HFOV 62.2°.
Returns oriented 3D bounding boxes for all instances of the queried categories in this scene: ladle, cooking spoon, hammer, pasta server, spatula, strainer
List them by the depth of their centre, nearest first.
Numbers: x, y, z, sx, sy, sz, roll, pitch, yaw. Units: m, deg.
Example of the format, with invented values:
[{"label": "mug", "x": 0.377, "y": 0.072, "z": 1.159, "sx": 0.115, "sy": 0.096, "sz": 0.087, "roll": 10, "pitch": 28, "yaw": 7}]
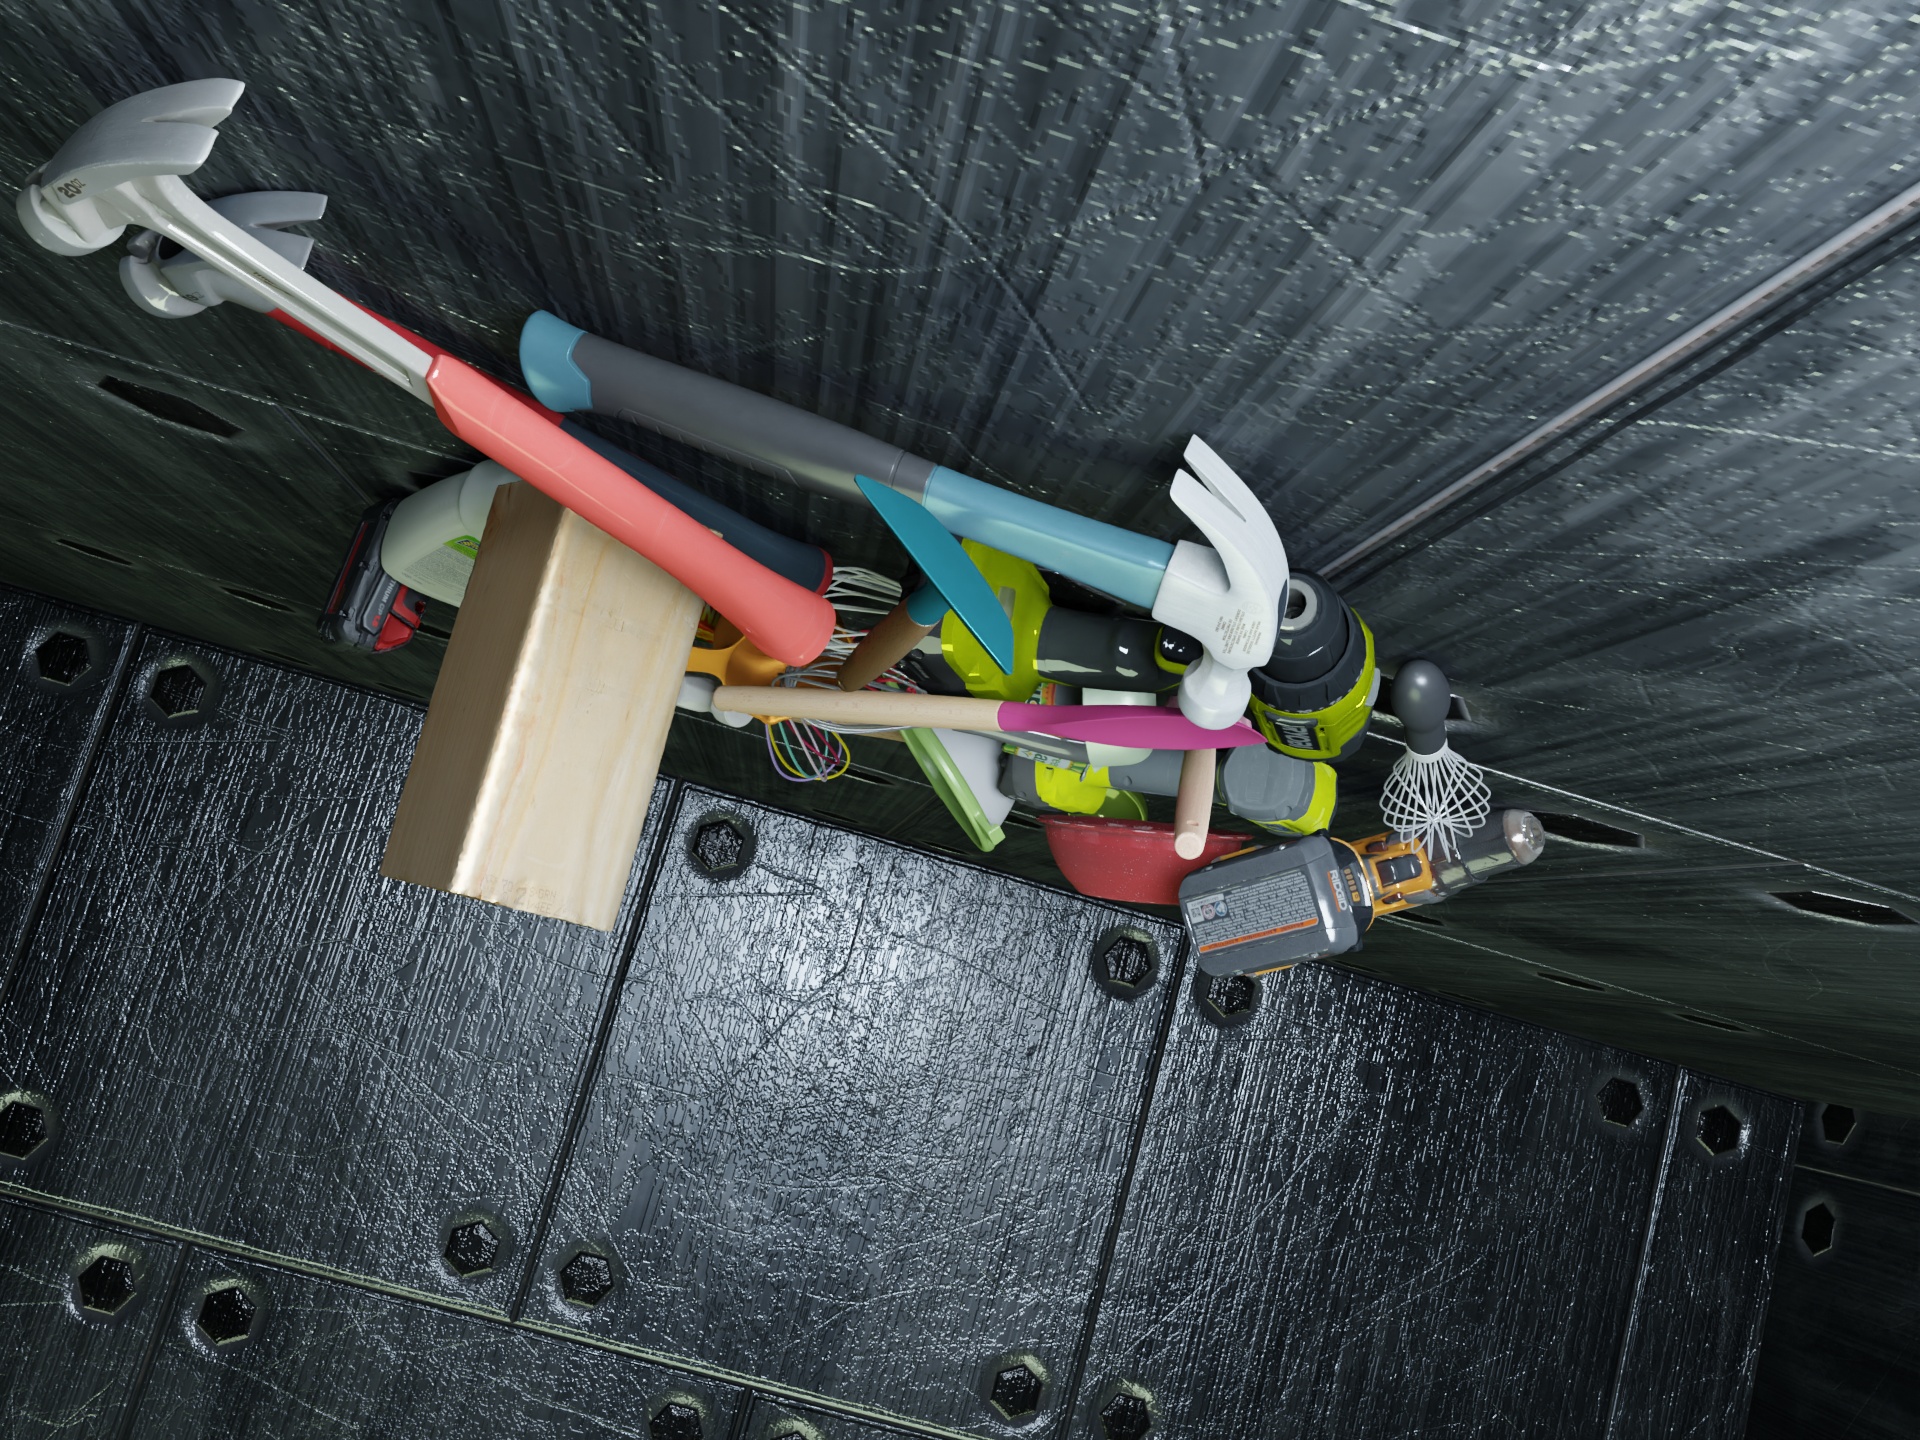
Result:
[{"label": "hammer", "x": -0.170, "y": -0.112, "z": 0.629, "sx": 0.149, "sy": 0.037, "sz": 0.358, "roll": 5, "pitch": 160, "yaw": 42}, {"label": "hammer", "x": -0.026, "y": -0.096, "z": 0.648, "sx": 0.331, "sy": 0.033, "sz": 0.128, "roll": 20, "pitch": 144, "yaw": 6}, {"label": "spatula", "x": -0.030, "y": -0.037, "z": 0.667, "sx": 0.082, "sy": 0.044, "sz": 0.317, "roll": 51, "pitch": 165, "yaw": -2}, {"label": "hammer", "x": -0.188, "y": -0.137, "z": 0.774, "sx": 0.143, "sy": 0.038, "sz": 0.386, "roll": 6, "pitch": 167, "yaw": 41}, {"label": "cooking spoon", "x": 0.000, "y": -0.004, "z": 0.802, "sx": 0.319, "sy": 0.017, "sz": 0.068, "roll": 3, "pitch": 169, "yaw": 32}, {"label": "pasta server", "x": 0.130, "y": 0.025, "z": 0.866, "sx": 0.060, "sy": 0.040, "sz": 0.316, "roll": 5, "pitch": -165, "yaw": 9}, {"label": "strainer", "x": 0.005, "y": 0.029, "z": 1.273, "sx": 0.151, "sy": 0.069, "sz": 0.256, "roll": 56, "pitch": 175, "yaw": 7}, {"label": "hammer", "x": -0.118, "y": -0.007, "z": 1.297, "sx": 0.130, "sy": 0.031, "sz": 0.331, "roll": 17, "pitch": -177, "yaw": 37}, {"label": "ladle", "x": 0.095, "y": 0.044, "z": 1.344, "sx": 0.078, "sy": 0.062, "sz": 0.320, "roll": 13, "pitch": 168, "yaw": 23}]

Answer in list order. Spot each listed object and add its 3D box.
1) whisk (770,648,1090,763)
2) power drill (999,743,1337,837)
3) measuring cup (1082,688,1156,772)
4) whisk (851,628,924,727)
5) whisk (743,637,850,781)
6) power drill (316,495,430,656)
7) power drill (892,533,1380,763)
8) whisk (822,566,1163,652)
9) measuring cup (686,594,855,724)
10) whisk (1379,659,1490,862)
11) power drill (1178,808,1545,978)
[{"label": "whisk", "x": -0.002, "y": -0.002, "z": 1.010, "sx": 0.239, "sy": 0.055, "sz": 0.055, "roll": 12, "pitch": 172, "yaw": -7}, {"label": "power drill", "x": 0.156, "y": 0.041, "z": 1.152, "sx": 0.223, "sy": 0.080, "sz": 0.171, "roll": 8, "pitch": 173, "yaw": 26}, {"label": "measuring cup", "x": 0.106, "y": -0.014, "z": 0.979, "sx": 0.038, "sy": 0.083, "sz": 0.167, "roll": -2, "pitch": -177, "yaw": 14}, {"label": "whisk", "x": -0.085, "y": -0.037, "z": 1.161, "sx": 0.073, "sy": 0.073, "sz": 0.296, "roll": 20, "pitch": 175, "yaw": -26}, {"label": "whisk", "x": -0.128, "y": -0.029, "z": 1.116, "sx": 0.047, "sy": 0.051, "sz": 0.244, "roll": 18, "pitch": 151, "yaw": 27}, {"label": "power drill", "x": -0.342, "y": -0.064, "z": 1.164, "sx": 0.219, "sy": 0.143, "sz": 0.079, "roll": 24, "pitch": 171, "yaw": -31}, {"label": "power drill", "x": 0.087, "y": -0.040, "z": 0.775, "sx": 0.228, "sy": 0.080, "sz": 0.190, "roll": 10, "pitch": 170, "yaw": 18}, {"label": "whisk", "x": 0.006, "y": -0.055, "z": 0.920, "sx": 0.246, "sy": 0.058, "sz": 0.059, "roll": 8, "pitch": 138, "yaw": 23}, {"label": "measuring cup", "x": -0.154, "y": -0.052, "z": 1.015, "sx": 0.173, "sy": 0.095, "sz": 0.052, "roll": 5, "pitch": -142, "yaw": -26}, {"label": "whisk", "x": 0.269, "y": 0.021, "z": 0.917, "sx": 0.070, "sy": 0.070, "sz": 0.284, "roll": 12, "pitch": 165, "yaw": 22}, {"label": "power drill", "x": 0.281, "y": 0.110, "z": 1.096, "sx": 0.185, "sy": 0.084, "sz": 0.226, "roll": -23, "pitch": 169, "yaw": 41}]
